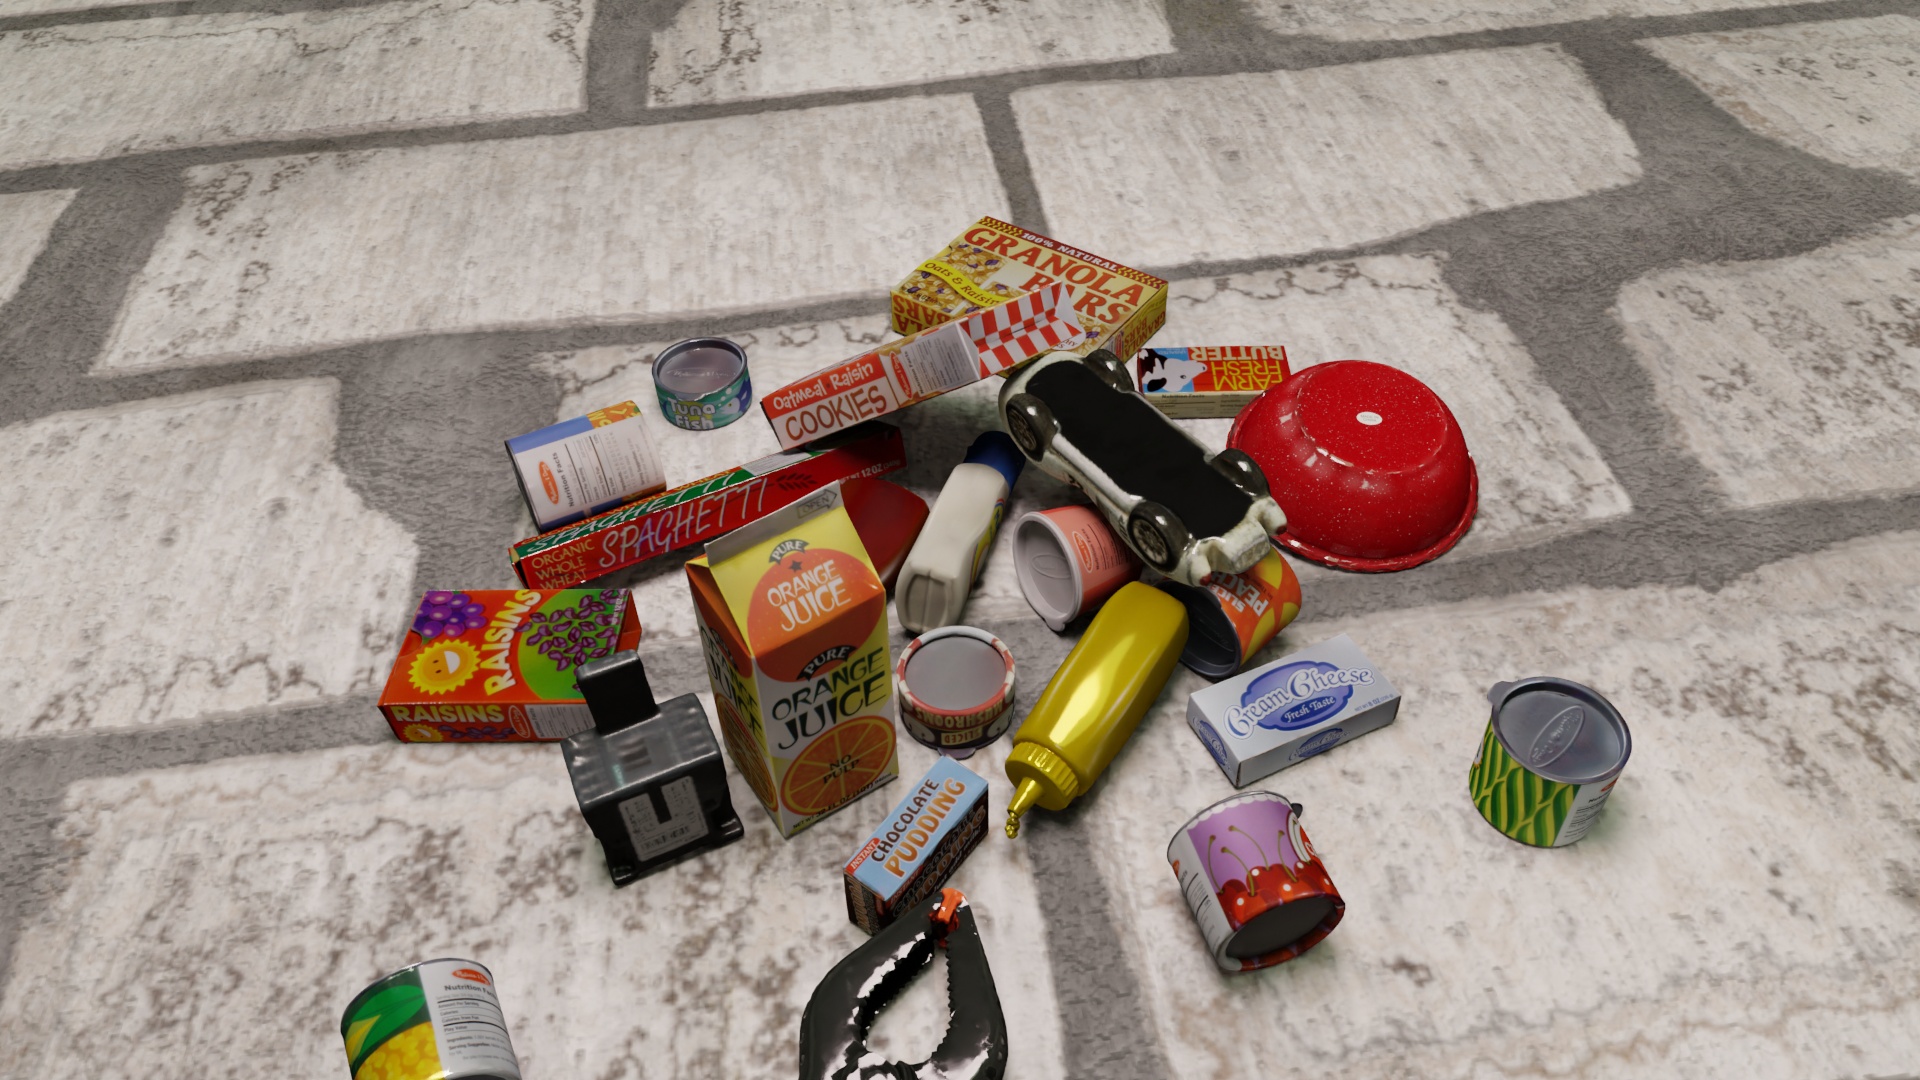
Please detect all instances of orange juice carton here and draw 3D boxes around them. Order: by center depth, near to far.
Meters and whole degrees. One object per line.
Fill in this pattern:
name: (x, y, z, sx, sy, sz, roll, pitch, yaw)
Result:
orange juice carton: (-0.083, 0.054, 0.688, 0.072, 0.191, 0.073, -26, 50, -23)

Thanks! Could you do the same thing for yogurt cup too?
yogurt cup: (0.070, 0.009, 0.818, 0.054, 0.072, 0.072, -18, 47, -26)

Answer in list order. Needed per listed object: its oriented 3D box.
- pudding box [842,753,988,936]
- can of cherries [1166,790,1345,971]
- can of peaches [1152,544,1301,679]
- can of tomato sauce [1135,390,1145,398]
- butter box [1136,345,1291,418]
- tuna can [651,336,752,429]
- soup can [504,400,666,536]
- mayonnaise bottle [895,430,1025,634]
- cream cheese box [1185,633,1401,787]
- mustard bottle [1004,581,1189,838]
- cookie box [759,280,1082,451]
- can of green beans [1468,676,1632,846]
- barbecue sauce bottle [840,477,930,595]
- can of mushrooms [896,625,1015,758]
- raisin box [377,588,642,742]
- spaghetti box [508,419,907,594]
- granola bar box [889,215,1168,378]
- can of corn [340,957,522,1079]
pudding box: (-0.021, 0.152, 0.688, 0.030, 0.049, 0.084, 28, 52, 25)
can of cherries: (0.142, 0.161, 0.659, 0.071, 0.071, 0.058, -13, 46, -11)
can of peaches: (0.150, 0.034, 0.784, 0.058, 0.070, 0.071, -35, 53, -29)
can of tomato sauce: (0.110, -0.046, 0.866, 0.071, 0.070, 0.083, -20, 48, -17)
butter box: (0.175, -0.110, 0.959, 0.103, 0.024, 0.053, -1, 46, 2)
tuna can: (-0.180, -0.108, 0.967, 0.071, 0.032, 0.071, -1, 45, 1)
soup can: (-0.239, -0.046, 0.887, 0.084, 0.071, 0.071, -21, 48, -19)
mayonnaise bottle: (0.003, -0.011, 0.843, 0.041, 0.064, 0.149, 17, 44, 9)
cream cheese box: (0.181, 0.091, 0.758, 0.104, 0.024, 0.053, -19, 46, -16)
mustard bottle: (0.065, 0.093, 0.736, 0.049, 0.065, 0.161, 27, 56, 21)
cookie box: (-0.026, -0.111, 0.876, 0.167, 0.040, 0.123, -15, 11, 38)
can of green beans: (0.298, 0.113, 0.707, 0.071, 0.057, 0.071, -1, 45, 1)
barbecue sauce bottle: (-0.076, 0.026, 0.822, 0.065, 0.043, 0.149, 17, 49, 19)
can of mushrooms: (-0.002, 0.083, 0.768, 0.071, 0.033, 0.071, -1, 45, 1)
raisin box: (-0.252, 0.070, 0.788, 0.123, 0.039, 0.086, -1, 46, 3)
spaghetti box: (-0.156, -0.022, 0.870, 0.251, 0.028, 0.050, -21, 17, -18)
granola bar box: (0.050, -0.173, 1.017, 0.166, 0.038, 0.125, 26, 51, 25)
can of corn: (-0.233, 0.230, 0.610, 0.071, 0.070, 0.058, -21, 48, -18)
